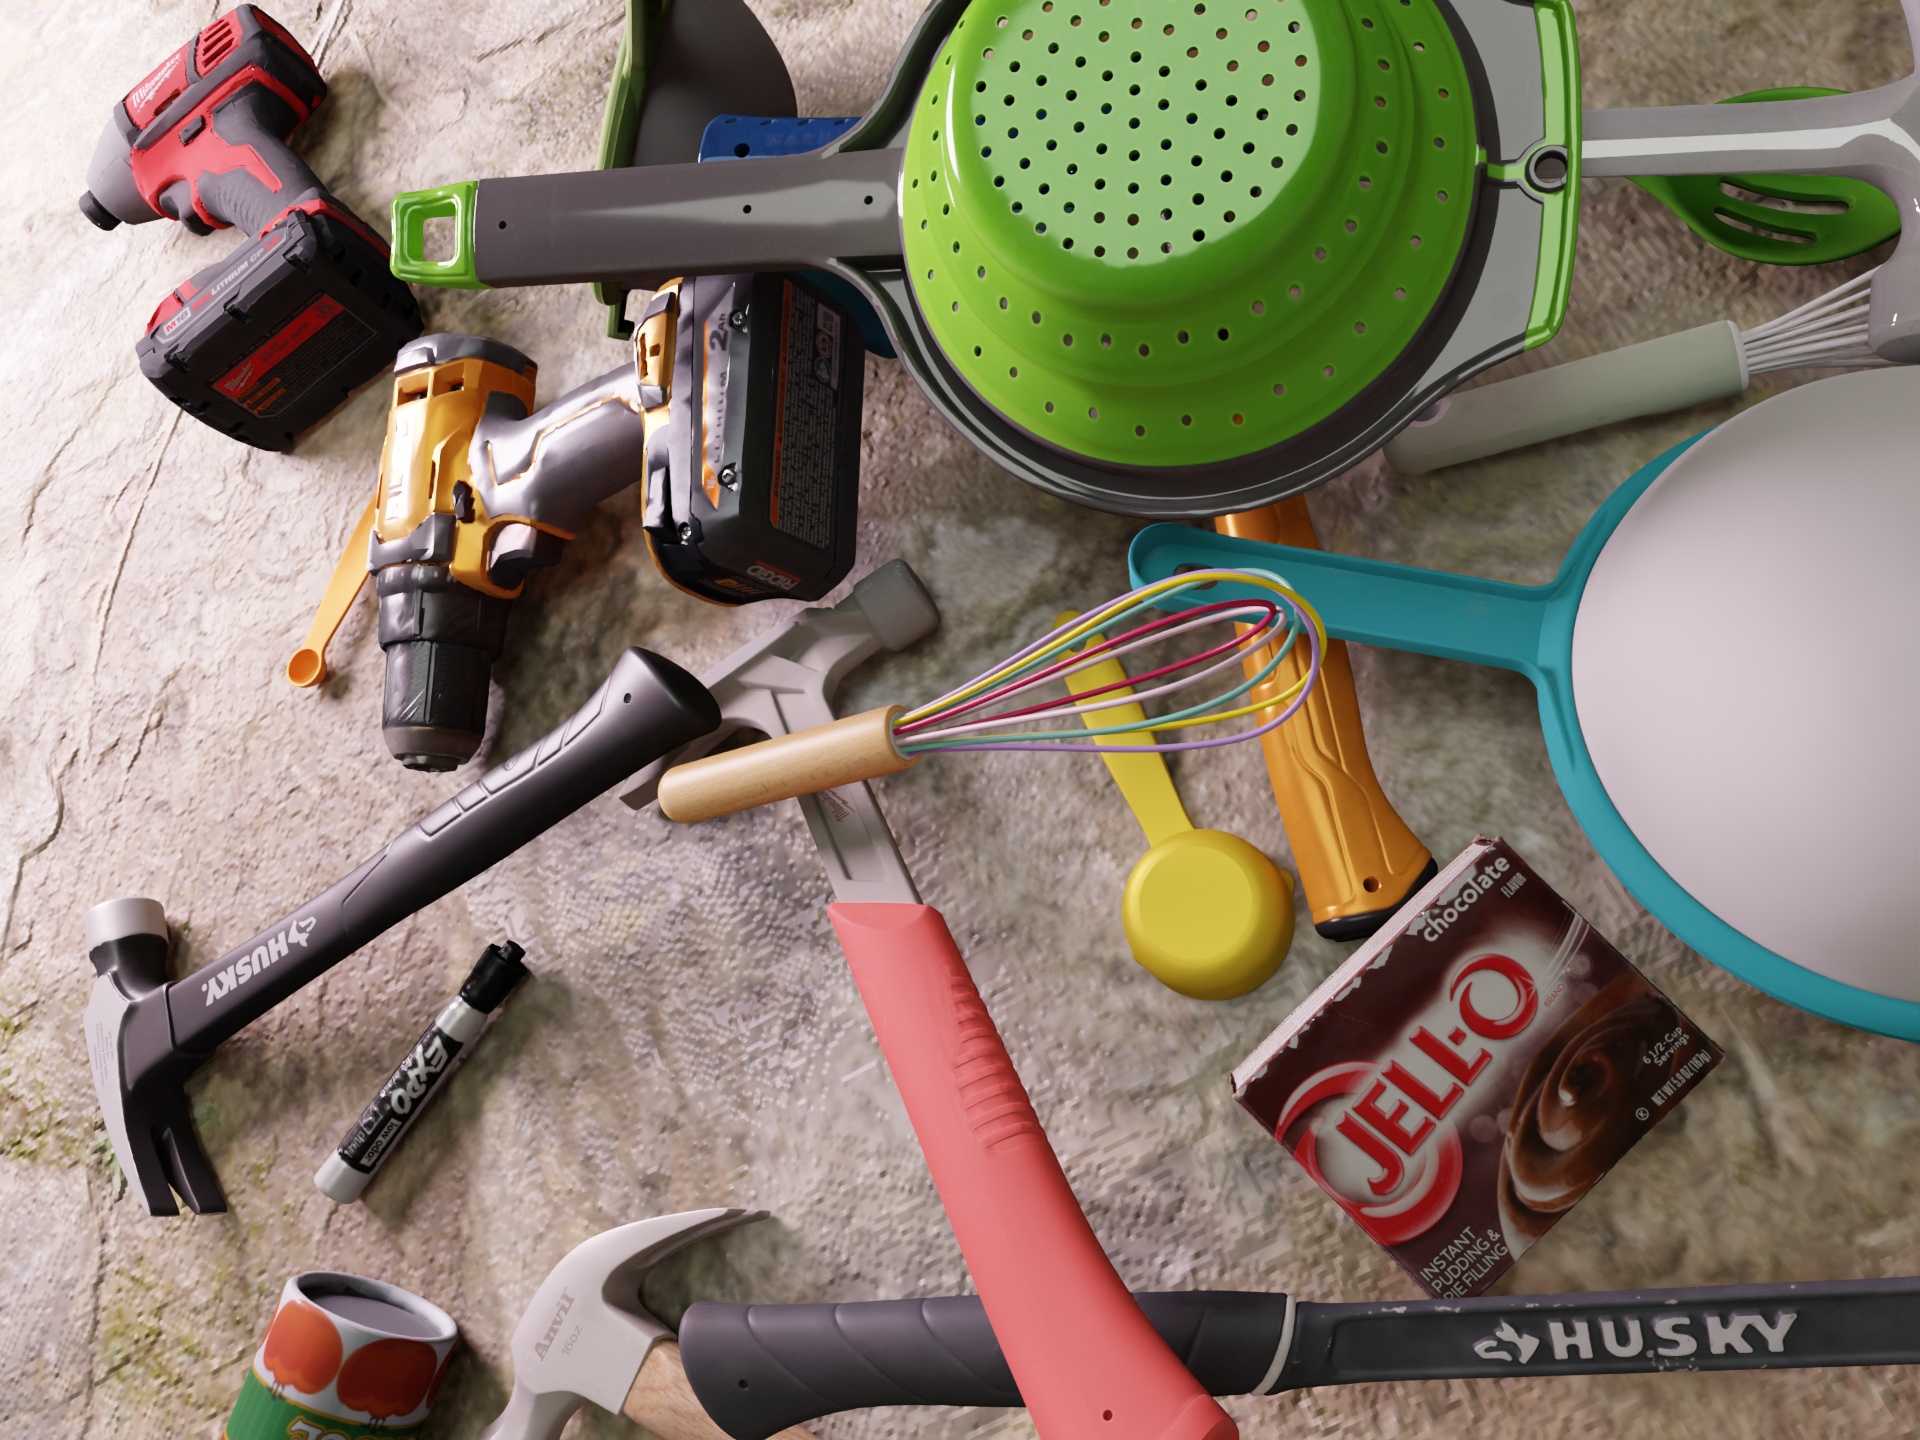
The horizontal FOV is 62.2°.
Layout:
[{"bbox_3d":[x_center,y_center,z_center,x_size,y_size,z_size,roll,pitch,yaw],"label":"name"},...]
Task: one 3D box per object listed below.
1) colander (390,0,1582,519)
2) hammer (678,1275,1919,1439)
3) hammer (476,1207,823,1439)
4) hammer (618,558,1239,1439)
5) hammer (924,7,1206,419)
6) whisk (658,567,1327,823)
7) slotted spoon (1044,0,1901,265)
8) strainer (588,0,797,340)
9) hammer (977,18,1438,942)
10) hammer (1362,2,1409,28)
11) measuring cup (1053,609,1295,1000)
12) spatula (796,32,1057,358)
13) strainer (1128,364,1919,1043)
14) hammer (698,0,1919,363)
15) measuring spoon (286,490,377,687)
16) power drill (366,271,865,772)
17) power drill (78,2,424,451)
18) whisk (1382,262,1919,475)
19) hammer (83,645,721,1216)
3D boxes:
[{"bbox_3d":[-0.020,-0.166,0.481,0.397,0.094,0.204,1,91,16],"label":"colander"},{"bbox_3d":[0.107,0.172,0.449,0.409,0.036,0.149,-9,96,17],"label":"hammer"},{"bbox_3d":[-0.012,0.265,0.508,0.331,0.031,0.130,21,82,25],"label":"hammer"},{"bbox_3d":[-0.021,0.093,0.505,0.149,0.036,0.360,-35,46,7],"label":"hammer"},{"bbox_3d":[0.092,-0.282,0.630,0.128,0.033,0.331,33,83,5],"label":"hammer"},{"bbox_3d":[-0.002,-0.003,0.509,0.245,0.047,0.051,-15,64,29],"label":"whisk"},{"bbox_3d":[0.168,-0.215,0.550,0.314,0.031,0.070,17,76,8],"label":"slotted spoon"},{"bbox_3d":[-0.095,-0.243,0.612,0.069,0.256,0.151,14,84,-9],"label":"strainer"},{"bbox_3d":[0.092,-0.089,0.552,0.127,0.034,0.337,-11,76,-3],"label":"hammer"},{"bbox_3d":[-0.014,-0.318,0.525,0.386,0.038,0.143,-1,71,-22],"label":"hammer"},{"bbox_3d":[0.064,0.023,0.556,0.062,0.029,0.157,-29,67,11],"label":"measuring cup"},{"bbox_3d":[0.033,-0.287,0.661,0.082,0.044,0.317,36,87,7],"label":"spatula"},{"bbox_3d":[0.212,-0.037,0.445,0.340,0.095,0.211,11,67,14],"label":"strainer"},{"bbox_3d":[0.109,-0.190,0.517,0.405,0.035,0.144,4,84,15],"label":"hammer"},{"bbox_3d":[-0.277,-0.067,0.733,0.021,0.011,0.117,16,76,25],"label":"measuring spoon"},{"bbox_3d":[-0.152,-0.077,0.636,0.226,0.084,0.185,-5,76,32],"label":"power drill"},{"bbox_3d":[-0.363,-0.246,0.789,0.143,0.078,0.220,-36,61,8],"label":"power drill"},{"bbox_3d":[0.262,-0.121,0.520,0.246,0.059,0.058,-13,32,21],"label":"whisk"},{"bbox_3d":[-0.227,0.073,0.625,0.335,0.035,0.146,-31,64,20],"label":"hammer"}]
